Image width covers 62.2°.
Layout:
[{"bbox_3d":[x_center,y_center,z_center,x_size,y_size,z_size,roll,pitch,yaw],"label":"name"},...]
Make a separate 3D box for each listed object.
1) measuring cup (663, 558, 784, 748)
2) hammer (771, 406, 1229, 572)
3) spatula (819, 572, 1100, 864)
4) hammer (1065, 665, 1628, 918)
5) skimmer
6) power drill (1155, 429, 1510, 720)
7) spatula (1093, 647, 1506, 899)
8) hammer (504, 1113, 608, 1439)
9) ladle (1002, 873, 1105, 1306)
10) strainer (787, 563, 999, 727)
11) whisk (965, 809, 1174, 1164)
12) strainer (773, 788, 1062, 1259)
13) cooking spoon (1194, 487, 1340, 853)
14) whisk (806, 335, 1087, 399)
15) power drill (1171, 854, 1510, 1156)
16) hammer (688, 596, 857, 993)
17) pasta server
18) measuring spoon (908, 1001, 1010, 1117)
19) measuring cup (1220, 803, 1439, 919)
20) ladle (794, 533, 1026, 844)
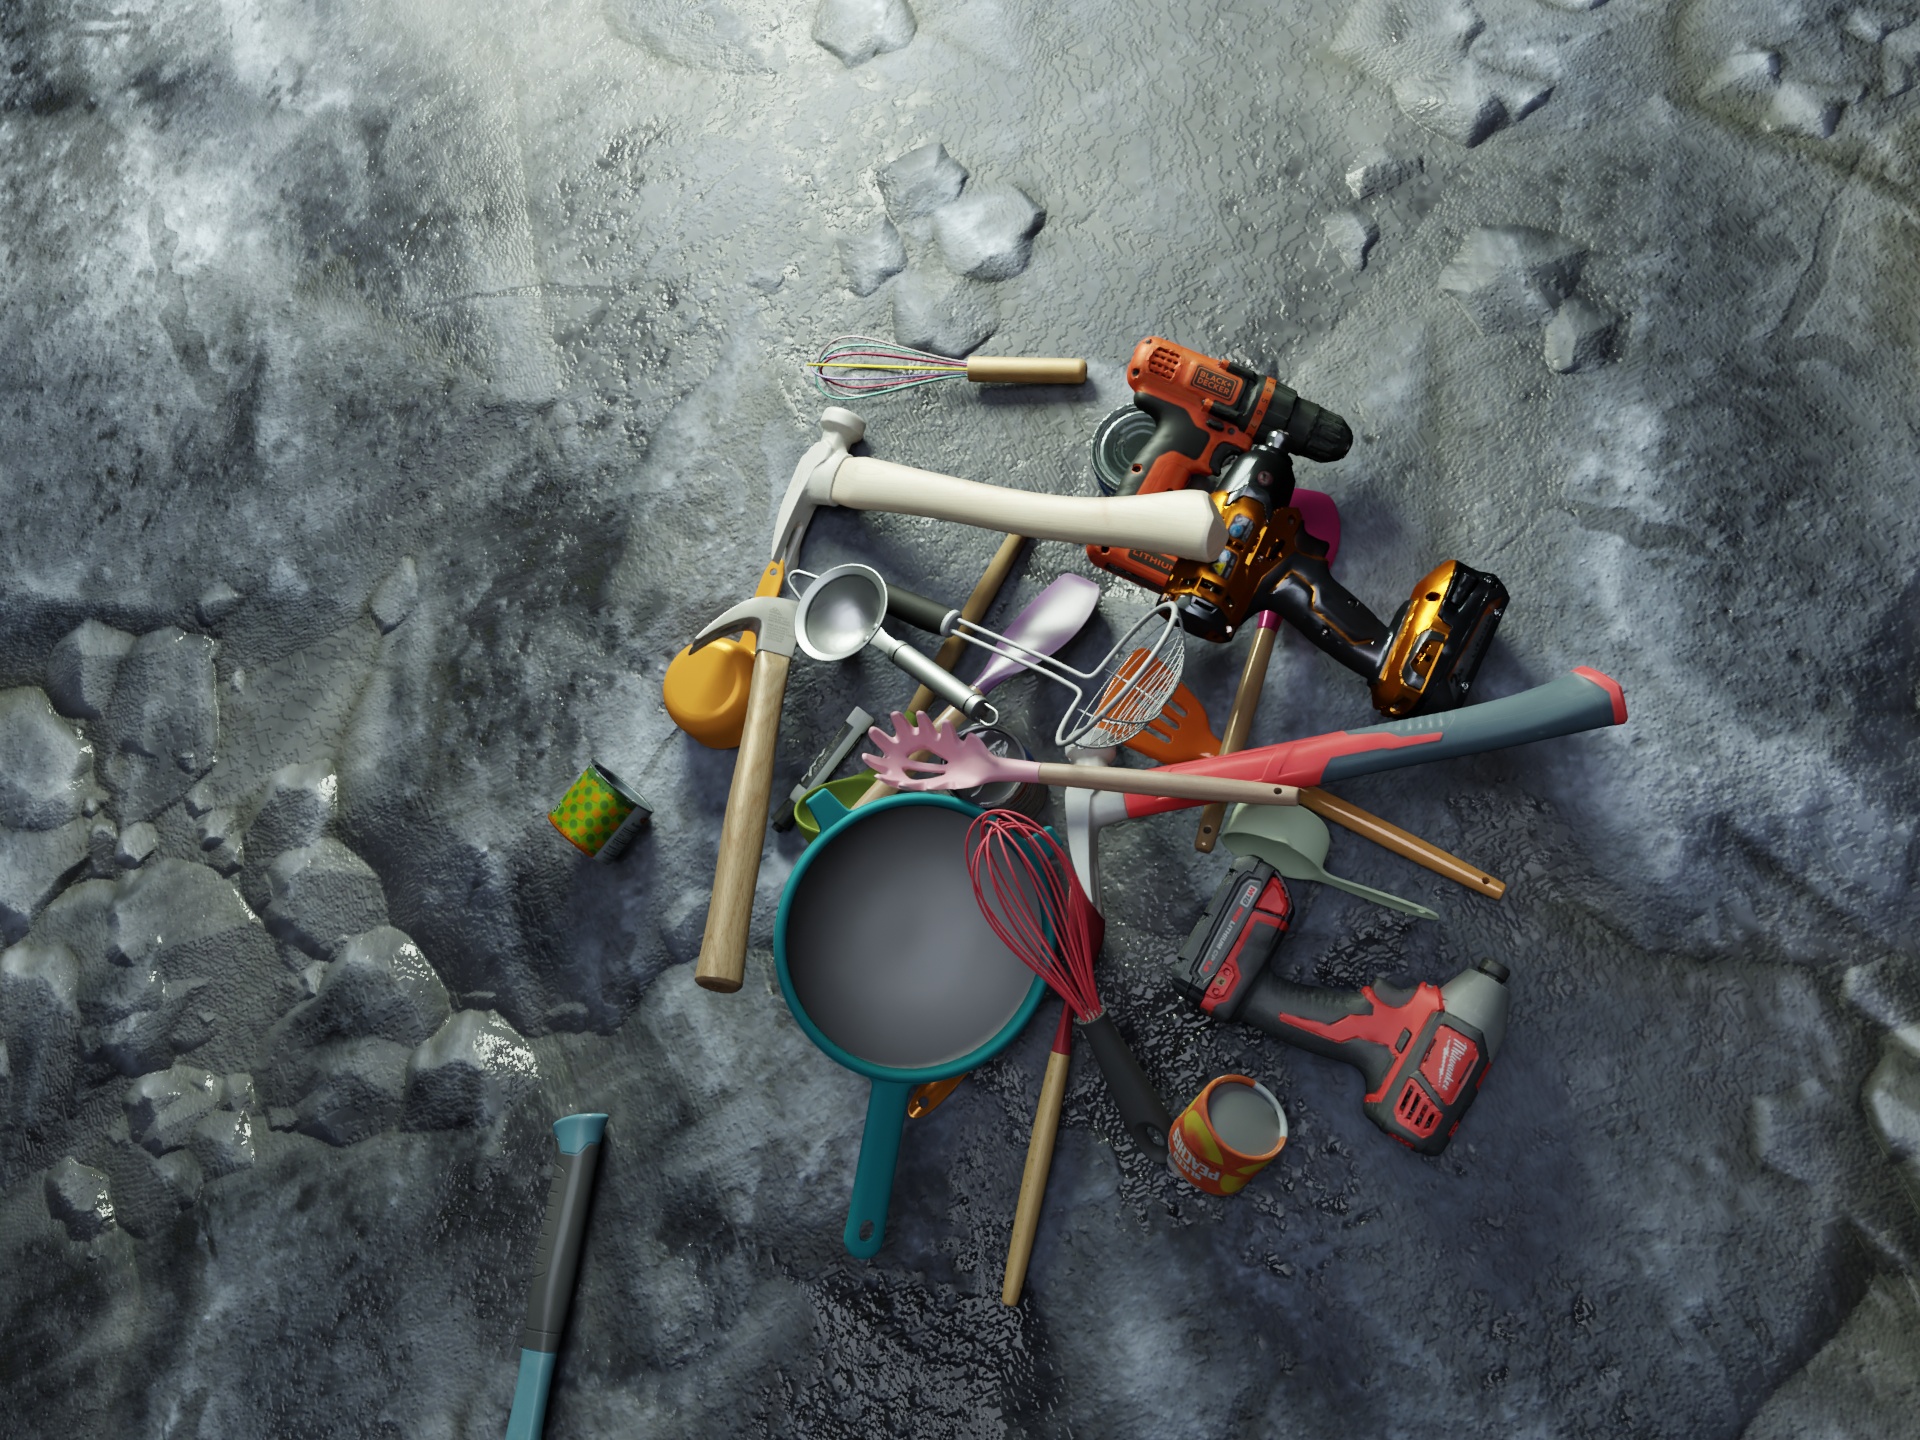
[{"bbox_3d":[-0.189,-0.064,1.327,0.095,0.052,0.174,15,80,21],"label":"measuring cup"},{"bbox_3d":[0.019,-0.159,1.243,0.411,0.038,0.146,15,79,38],"label":"hammer"},{"bbox_3d":[-0.002,-0.004,1.242,0.316,0.018,0.060,-46,46,-15],"label":"spatula"},{"bbox_3d":[0.262,0.039,1.108,0.386,0.038,0.143,-12,57,17],"label":"hammer"},{"bbox_3d":[0.022,-0.072,1.193,0.364,0.090,0.127,26,73,42],"label":"skimmer"},{"bbox_3d":[0.278,-0.105,1.170,0.226,0.084,0.164,25,85,1],"label":"power drill"},{"bbox_3d":[0.254,0.050,1.188,0.323,0.041,0.081,28,71,19],"label":"spatula"},{"bbox_3d":[-0.322,0.469,1.224,0.128,0.033,0.331,4,76,17],"label":"hammer"},{"bbox_3d":[0.067,0.271,1.171,0.031,0.069,0.315,10,83,17],"label":"ladle"},{"bbox_3d":[-0.051,-0.053,1.228,0.087,0.050,0.259,-52,47,-2],"label":"strainer"},{"bbox_3d":[0.085,0.192,1.123,0.073,0.073,0.295,-26,102,6],"label":"whisk"},{"bbox_3d":[-0.052,0.220,1.190,0.211,0.095,0.340,10,89,-15],"label":"strainer"},{"bbox_3d":[0.227,-0.045,1.209,0.069,0.017,0.319,13,68,18],"label":"cooking spoon"},{"bbox_3d":[-0.014,-0.299,1.357,0.245,0.047,0.051,4,75,12],"label":"whisk"},{"bbox_3d":[0.272,0.191,1.127,0.220,0.078,0.143,30,85,17],"label":"power drill"},{"bbox_3d":[-0.164,0.048,1.231,0.130,0.031,0.332,14,60,-14],"label":"hammer"},{"bbox_3d":[0.082,0.037,1.134,0.316,0.040,0.060,5,66,22],"label":"pasta server"},{"bbox_3d":[0.002,0.259,1.213,0.021,0.011,0.117,44,92,20],"label":"measuring spoon"},{"bbox_3d":[0.274,0.100,1.162,0.167,0.083,0.038,21,72,4],"label":"measuring cup"},{"bbox_3d":[-0.030,-0.032,1.279,0.078,0.062,0.320,23,78,37],"label":"ladle"}]
